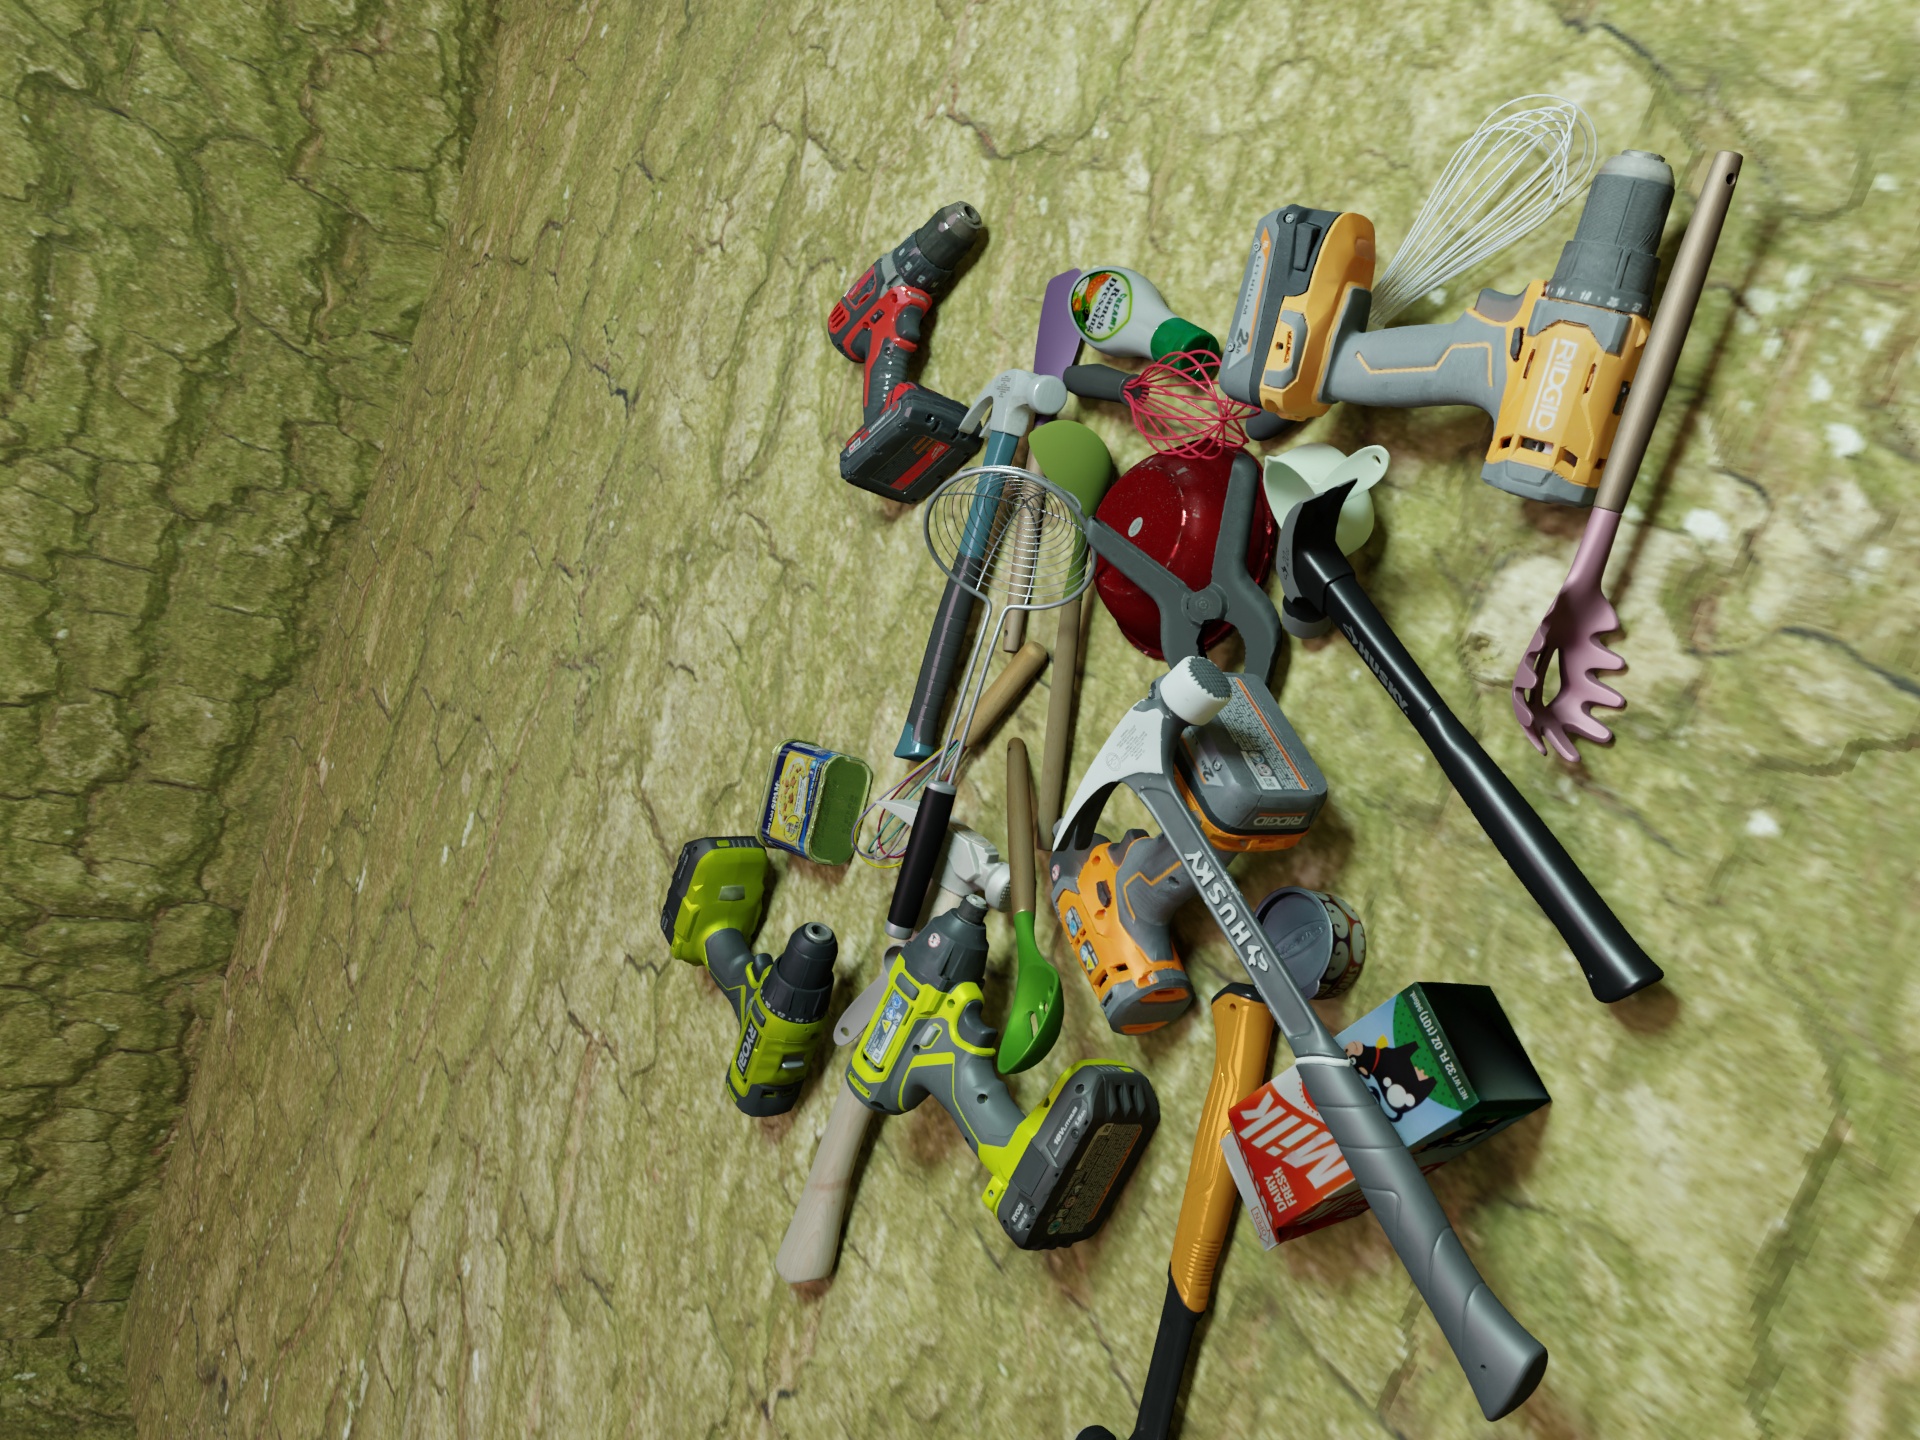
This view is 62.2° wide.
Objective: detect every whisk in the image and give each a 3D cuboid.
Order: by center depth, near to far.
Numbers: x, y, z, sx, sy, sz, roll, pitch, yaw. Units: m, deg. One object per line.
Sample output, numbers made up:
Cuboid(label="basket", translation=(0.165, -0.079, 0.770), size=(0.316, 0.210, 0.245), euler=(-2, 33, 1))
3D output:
Cuboid(label="whisk", translation=(0.274, -0.268, 0.986), size=(0.284, 0.070, 0.070), euler=(-46, 47, 42))
Cuboid(label="whisk", translation=(0.128, -0.229, 1.111), size=(0.073, 0.073, 0.296), euler=(-69, 20, 10))
Cuboid(label="whisk", translation=(-0.006, 0.032, 1.271), size=(0.047, 0.051, 0.245), euler=(50, 117, 23))

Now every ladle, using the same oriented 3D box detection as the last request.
Cuboid(label="ladle", translation=(0.069, -0.064, 1.185), size=(0.062, 0.078, 0.320), euler=(6, 90, 31))

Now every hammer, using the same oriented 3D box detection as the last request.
Cuboid(label="hammer", translation=(0.178, 0.167, 0.848), size=(0.149, 0.036, 0.409), euler=(-48, 56, 34))
Cuboid(label="hammer", translation=(0.270, 0.010, 0.873), size=(0.035, 0.146, 0.335), euler=(-24, 57, -6))
Cuboid(label="hammer", translation=(0.149, 0.330, 0.979), size=(0.127, 0.034, 0.337), euler=(12, 89, 54))
Cuboid(label="hammer", translation=(-0.074, 0.264, 1.265), size=(0.146, 0.038, 0.410), euler=(32, 108, 35))
Cuboid(label="hammer", translation=(0.005, -0.120, 1.286), size=(0.128, 0.033, 0.331), euler=(37, 113, 64))

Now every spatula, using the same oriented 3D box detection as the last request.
Cuboid(label="spatula", translation=(0.063, -0.208, 1.264), size=(0.060, 0.018, 0.316), euler=(-1, 78, 55))

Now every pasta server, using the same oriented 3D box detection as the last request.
Cuboid(label="pasta server", translation=(0.350, -0.134, 0.825), size=(0.040, 0.060, 0.316), euler=(-139, 62, -66))

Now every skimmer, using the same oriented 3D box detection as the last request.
Cuboid(label="skimmer", translation=(-0.002, -0.004, 1.140), size=(0.090, 0.127, 0.363), euler=(-46, -27, -77))

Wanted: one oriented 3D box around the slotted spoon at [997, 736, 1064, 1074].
Cuboid(label="slotted spoon", translation=(0.045, 0.117, 1.108), size=(0.070, 0.031, 0.314), euler=(-54, 23, 34))

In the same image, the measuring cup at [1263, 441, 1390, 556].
Cuboid(label="measuring cup", translation=(0.232, -0.142, 0.947), size=(0.083, 0.038, 0.167), euler=(60, 170, 2))

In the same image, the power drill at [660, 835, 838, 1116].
Cuboid(label="power drill", translation=(-0.180, 0.203, 1.391), size=(0.229, 0.080, 0.190), euler=(52, 131, 44))

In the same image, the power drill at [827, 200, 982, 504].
Cuboid(label="power drill", translation=(-0.040, -0.326, 1.389), size=(0.188, 0.080, 0.227), euler=(-35, 50, 41))

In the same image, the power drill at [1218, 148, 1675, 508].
Cuboid(label="power drill", translation=(0.275, -0.235, 0.896), size=(0.226, 0.084, 0.185), euler=(24, 109, 33))

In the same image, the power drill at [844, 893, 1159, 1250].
Cuboid(label="power drill", translation=(0.024, 0.240, 1.105), size=(0.223, 0.080, 0.171), euler=(37, 106, 42))

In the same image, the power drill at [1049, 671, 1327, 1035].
Cuboid(label="power drill", translation=(0.128, 0.073, 1.026), size=(0.226, 0.084, 0.164), euler=(-64, 37, 38))

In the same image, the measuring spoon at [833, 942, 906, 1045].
Cuboid(label="measuring spoon", translation=(-0.064, 0.213, 1.229), size=(0.034, 0.018, 0.124), euler=(49, 125, 16))
